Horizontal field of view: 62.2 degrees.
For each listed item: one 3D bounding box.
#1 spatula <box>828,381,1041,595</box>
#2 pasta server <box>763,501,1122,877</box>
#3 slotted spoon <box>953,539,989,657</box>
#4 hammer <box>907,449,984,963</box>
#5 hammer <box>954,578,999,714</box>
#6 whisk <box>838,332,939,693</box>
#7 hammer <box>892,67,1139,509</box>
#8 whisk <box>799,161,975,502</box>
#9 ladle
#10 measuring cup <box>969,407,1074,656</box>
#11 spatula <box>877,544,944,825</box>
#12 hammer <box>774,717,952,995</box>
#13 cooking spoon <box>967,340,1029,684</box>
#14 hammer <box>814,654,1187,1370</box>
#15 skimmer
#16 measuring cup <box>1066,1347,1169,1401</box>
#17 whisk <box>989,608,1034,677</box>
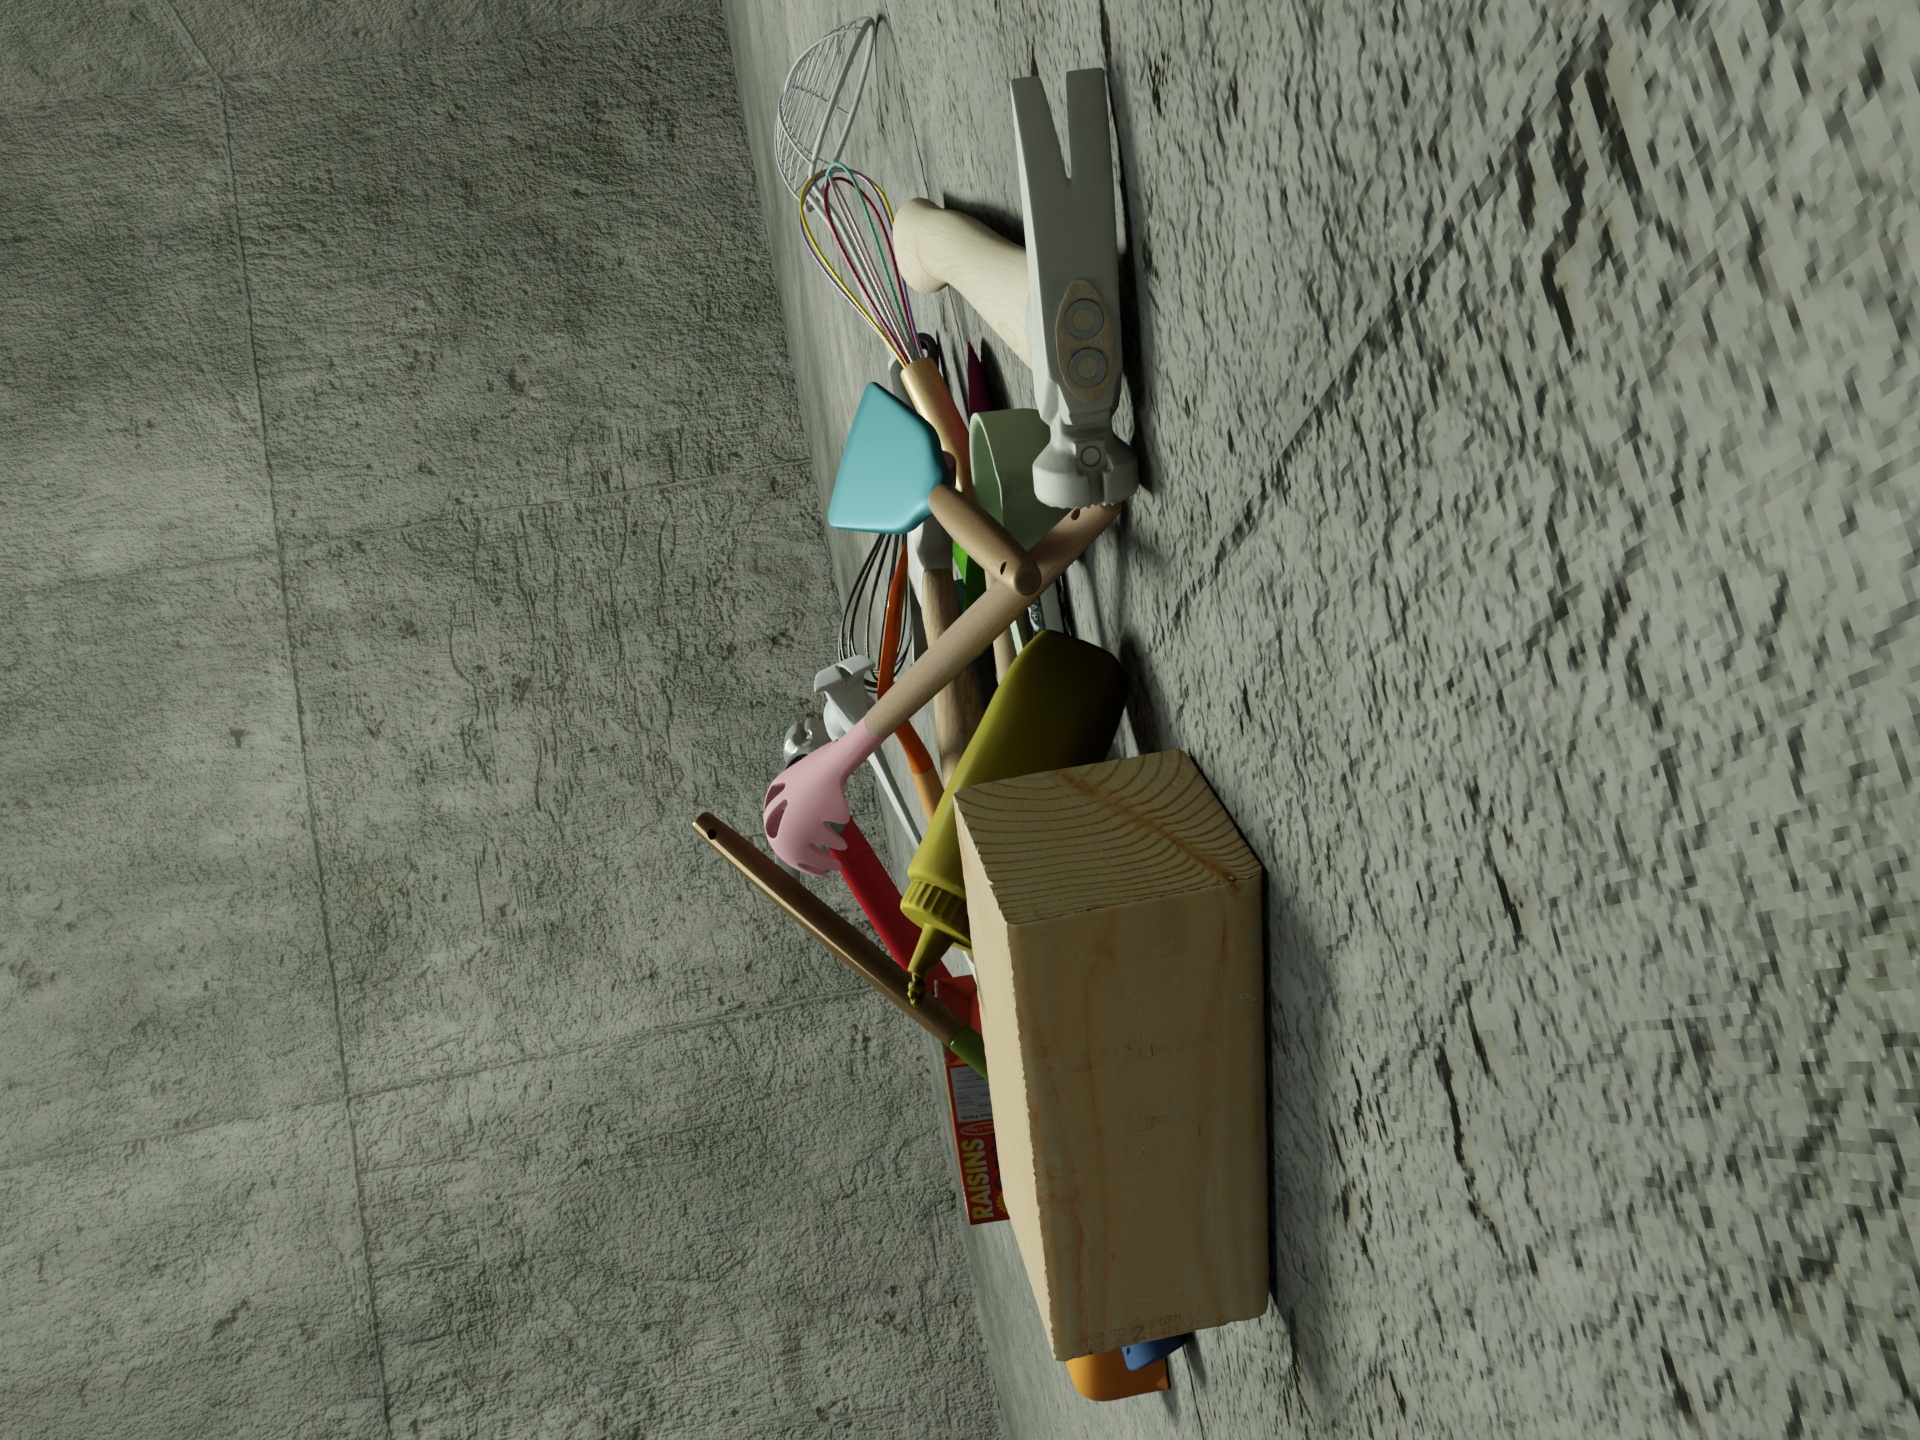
[{"bbox_3d":[-0.014,-0.099,0.735,0.318,0.044,0.082,-124,50,-70],"label":"spatula"},{"bbox_3d":[-0.018,-0.010,0.728,0.316,0.040,0.060,-42,49,46],"label":"pasta server"},{"bbox_3d":[-0.009,-0.140,1.054,0.314,0.031,0.070,-106,11,-53],"label":"slotted spoon"},{"bbox_3d":[-0.001,-0.003,0.797,0.332,0.031,0.130,-100,7,-52],"label":"hammer"},{"bbox_3d":[0.028,0.061,0.982,0.128,0.033,0.331,105,156,-61],"label":"hammer"},{"bbox_3d":[-0.041,-0.136,1.031,0.055,0.055,0.239,139,139,-83],"label":"whisk"},{"bbox_3d":[0.008,-0.217,0.725,0.411,0.038,0.146,-114,16,-66],"label":"hammer"},{"bbox_3d":[-0.030,-0.225,0.926,0.051,0.047,0.245,-42,68,49],"label":"whisk"},{"bbox_3d":[-0.025,0.141,0.793,0.320,0.078,0.062,37,-176,21],"label":"ladle"},{"bbox_3d":[0.039,-0.059,0.715,0.083,0.038,0.167,180,78,-84],"label":"measuring cup"},{"bbox_3d":[-0.008,0.048,1.011,0.081,0.041,0.322,-81,-25,-62],"label":"spatula"},{"bbox_3d":[-0.016,0.182,1.028,0.143,0.038,0.385,-95,-21,-56],"label":"hammer"},{"bbox_3d":[0.021,-0.070,0.797,0.068,0.017,0.319,82,-178,-55],"label":"cooking spoon"},{"bbox_3d":[0.014,0.145,0.854,0.144,0.035,0.406,87,157,-74],"label":"hammer"},{"bbox_3d":[-0.033,-0.284,1.011,0.363,0.090,0.127,67,159,17],"label":"skimmer"},{"bbox_3d":[0.080,0.320,0.900,0.095,0.052,0.173,-107,7,-47],"label":"measuring cup"},{"bbox_3d":[0.045,0.052,0.786,0.070,0.070,0.285,89,173,-58],"label":"whisk"}]
